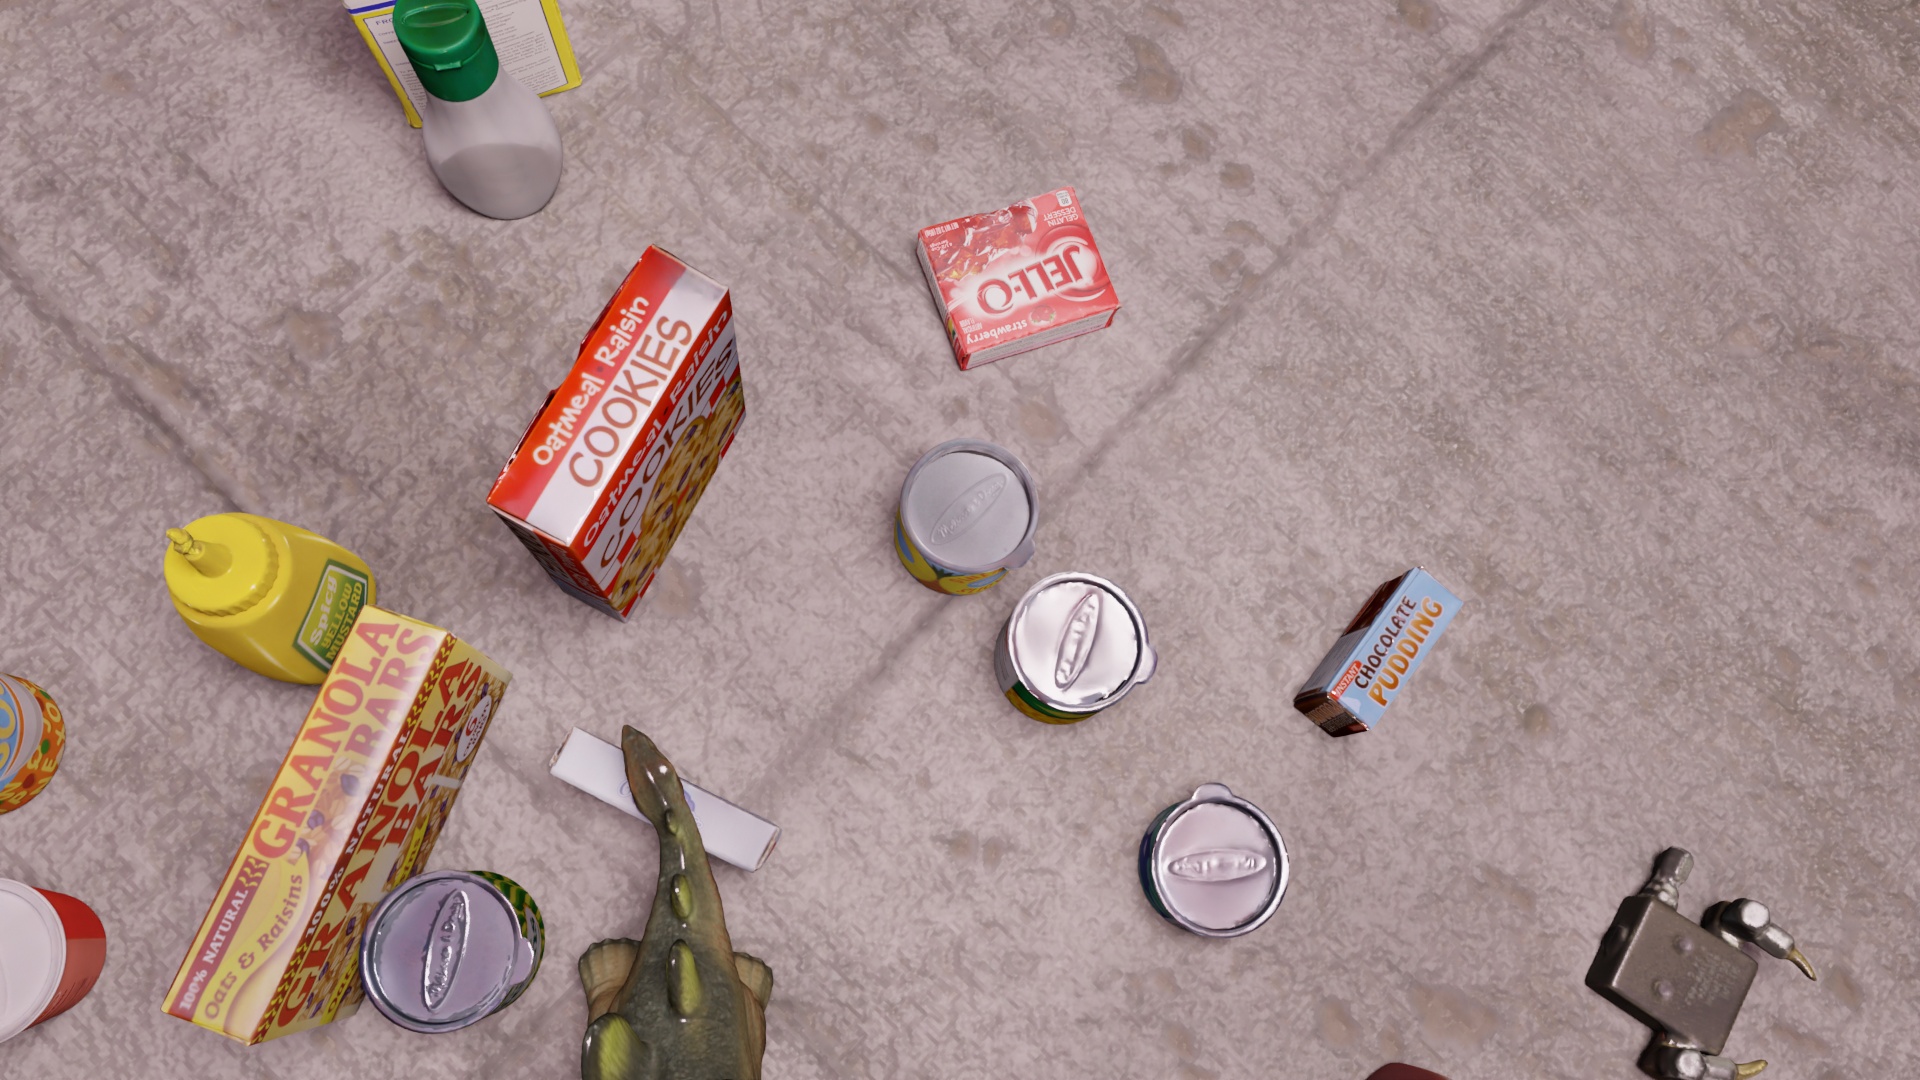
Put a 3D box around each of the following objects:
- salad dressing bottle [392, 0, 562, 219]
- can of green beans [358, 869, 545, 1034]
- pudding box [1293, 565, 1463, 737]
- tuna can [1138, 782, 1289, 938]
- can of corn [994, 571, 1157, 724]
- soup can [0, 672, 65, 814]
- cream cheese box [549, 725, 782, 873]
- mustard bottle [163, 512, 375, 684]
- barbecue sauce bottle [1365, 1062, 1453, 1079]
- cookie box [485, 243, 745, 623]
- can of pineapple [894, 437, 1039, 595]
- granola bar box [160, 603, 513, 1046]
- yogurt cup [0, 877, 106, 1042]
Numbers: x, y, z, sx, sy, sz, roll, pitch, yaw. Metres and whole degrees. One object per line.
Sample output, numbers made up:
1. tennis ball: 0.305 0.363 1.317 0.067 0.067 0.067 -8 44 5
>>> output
1. salad dressing bottle: -0.228 -0.204 0.655 0.064 0.147 0.044 -12 78 -9
2. can of green beans: -0.220 0.178 0.607 0.071 0.057 0.071 1 76 -6
3. pudding box: 0.206 0.056 0.687 0.030 0.049 0.084 39 76 4
4. tuna can: 0.119 0.152 0.662 0.071 0.032 0.071 1 76 -6
5. can of corn: 0.054 0.054 0.667 0.071 0.058 0.071 1 76 -6
6. soup can: -0.435 0.083 0.594 0.071 0.083 0.071 1 76 -6
7. cream cheese box: -0.132 0.119 0.633 0.104 0.053 0.024 26 75 1
8. mustard bottle: -0.294 0.021 0.585 0.049 0.160 0.065 15 75 -2
9. barbecue sauce bottle: 0.207 0.262 0.585 0.044 0.148 0.065 33 76 3
10. cookie box: -0.144 -0.039 0.613 0.040 0.167 0.123 27 75 1
11. can of pineapple: 0.002 -0.008 0.677 0.071 0.057 0.071 1 76 -6
12. granola bar box: -0.253 0.117 0.584 0.039 0.124 0.166 21 75 -1
13. yogurt cup: -0.404 0.178 0.589 0.072 0.053 0.072 1 76 -6
